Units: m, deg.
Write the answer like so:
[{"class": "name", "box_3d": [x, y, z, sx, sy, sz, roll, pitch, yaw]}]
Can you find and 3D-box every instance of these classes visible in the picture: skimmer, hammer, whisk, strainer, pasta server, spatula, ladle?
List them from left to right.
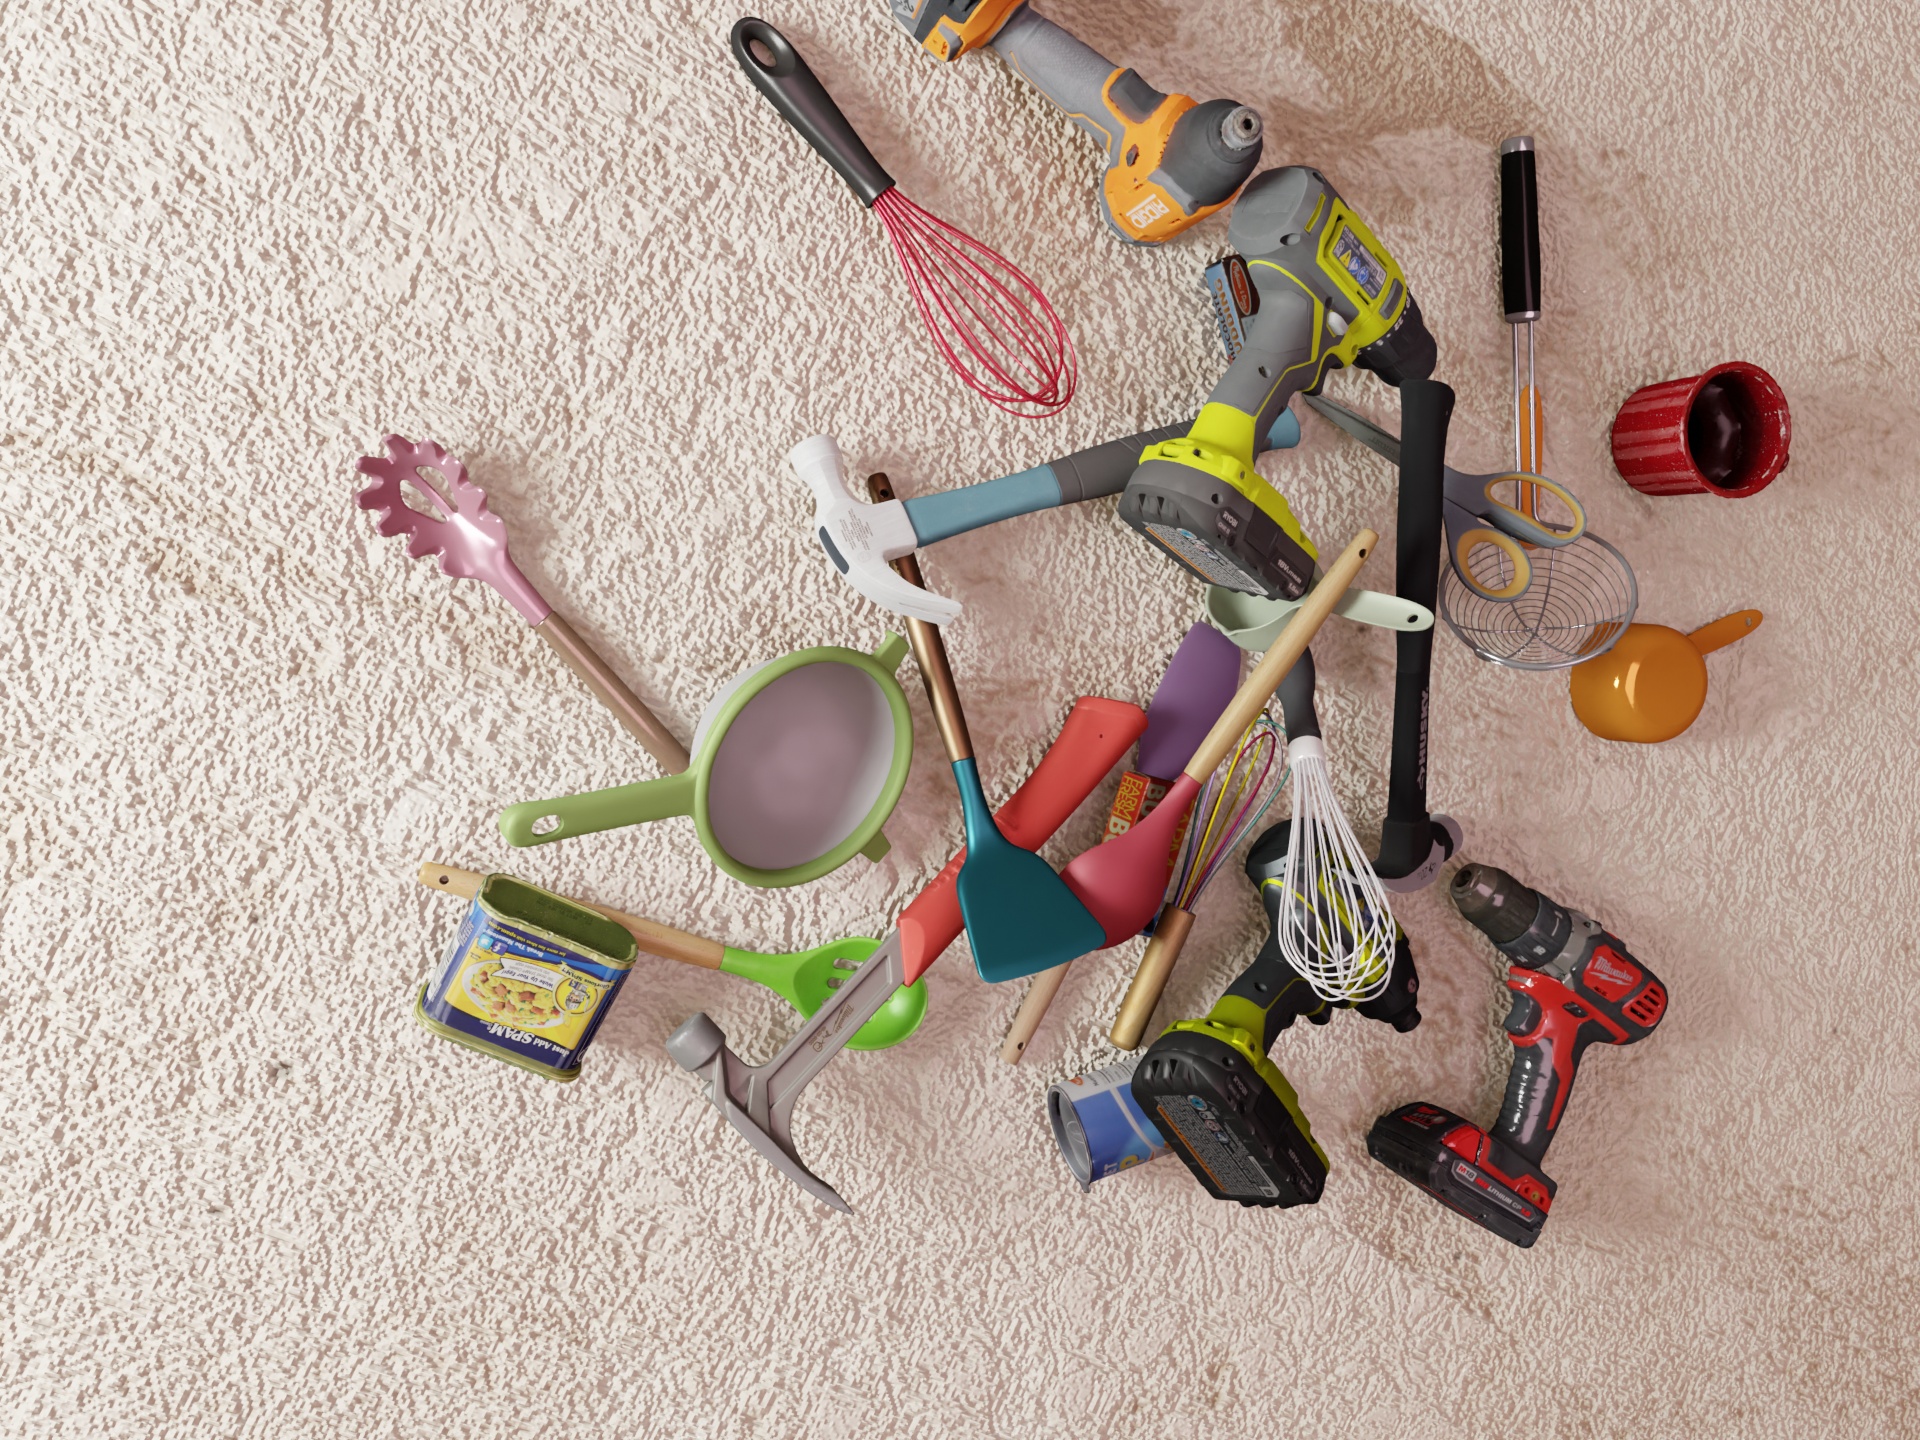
[{"class": "pasta server", "box_3d": [-0.224, -0.037, 0.923, 0.060, 0.040, 0.316, -40, 106, 2]}, {"class": "strainer", "box_3d": [-0.148, 0.027, 0.911, 0.256, 0.069, 0.151, -11, 118, -35]}, {"class": "whisk", "box_3d": [-0.034, -0.300, 0.955, 0.073, 0.073, 0.295, -43, 98, -10]}, {"class": "hammer", "box_3d": [-0.004, 0.123, 0.980, 0.149, 0.037, 0.359, 47, 73, -7]}, {"class": "spatula", "box_3d": [-0.002, -0.003, 0.957, 0.082, 0.044, 0.317, -16, 84, -18]}, {"class": "hammer", "box_3d": [0.068, -0.152, 0.991, 0.331, 0.033, 0.128, -18, 80, -21]}, {"class": "spatula", "box_3d": [0.104, 0.083, 1.046, 0.059, 0.018, 0.316, 30, 84, -25]}, {"class": "whisk", "box_3d": [0.157, 0.105, 1.054, 0.051, 0.047, 0.245, 23, 92, -6]}, {"class": "ladle", "box_3d": [0.158, 0.015, 0.972, 0.069, 0.031, 0.315, 33, 96, -19]}, {"class": "whisk", "box_3d": [0.220, 0.048, 0.984, 0.070, 0.070, 0.285, 17, 47, -18]}, {"class": "hammer", "box_3d": [0.289, -0.049, 1.020, 0.146, 0.035, 0.334, -20, 113, -50]}, {"class": "skimmer", "box_3d": [0.384, -0.216, 1.072, 0.127, 0.090, 0.363, -2, 93, 15]}]

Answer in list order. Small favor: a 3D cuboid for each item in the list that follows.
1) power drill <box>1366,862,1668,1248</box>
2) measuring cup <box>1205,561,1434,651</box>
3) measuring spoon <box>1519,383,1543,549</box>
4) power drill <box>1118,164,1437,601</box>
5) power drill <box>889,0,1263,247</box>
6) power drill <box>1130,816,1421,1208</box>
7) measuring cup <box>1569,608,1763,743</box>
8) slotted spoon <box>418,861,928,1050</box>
[{"class": "power drill", "box_3d": [0.378, 0.227, 1.114, 0.187, 0.080, 0.227, 35, 81, -17]}, {"class": "measuring cup", "box_3d": [0.230, -0.069, 1.001, 0.038, 0.168, 0.083, 42, 75, -41]}, {"class": "measuring spoon", "box_3d": [0.404, -0.179, 1.122, 0.021, 0.011, 0.117, -4, 96, -17]}, {"class": "power drill", "box_3d": [0.206, -0.194, 0.979, 0.190, 0.080, 0.228, 30, 83, -42]}, {"class": "power drill", "box_3d": [0.077, -0.381, 0.925, 0.226, 0.164, 0.084, 41, 83, -14]}, {"class": "power drill", "box_3d": [0.217, 0.195, 1.025, 0.171, 0.080, 0.223, 53, 52, -15]}, {"class": "measuring cup", "box_3d": [0.527, -0.043, 1.149, 0.173, 0.052, 0.095, -24, 101, -12]}, {"class": "slotted spoon", "box_3d": [-0.168, 0.134, 0.960, 0.313, 0.031, 0.070, 19, 88, -16]}]
